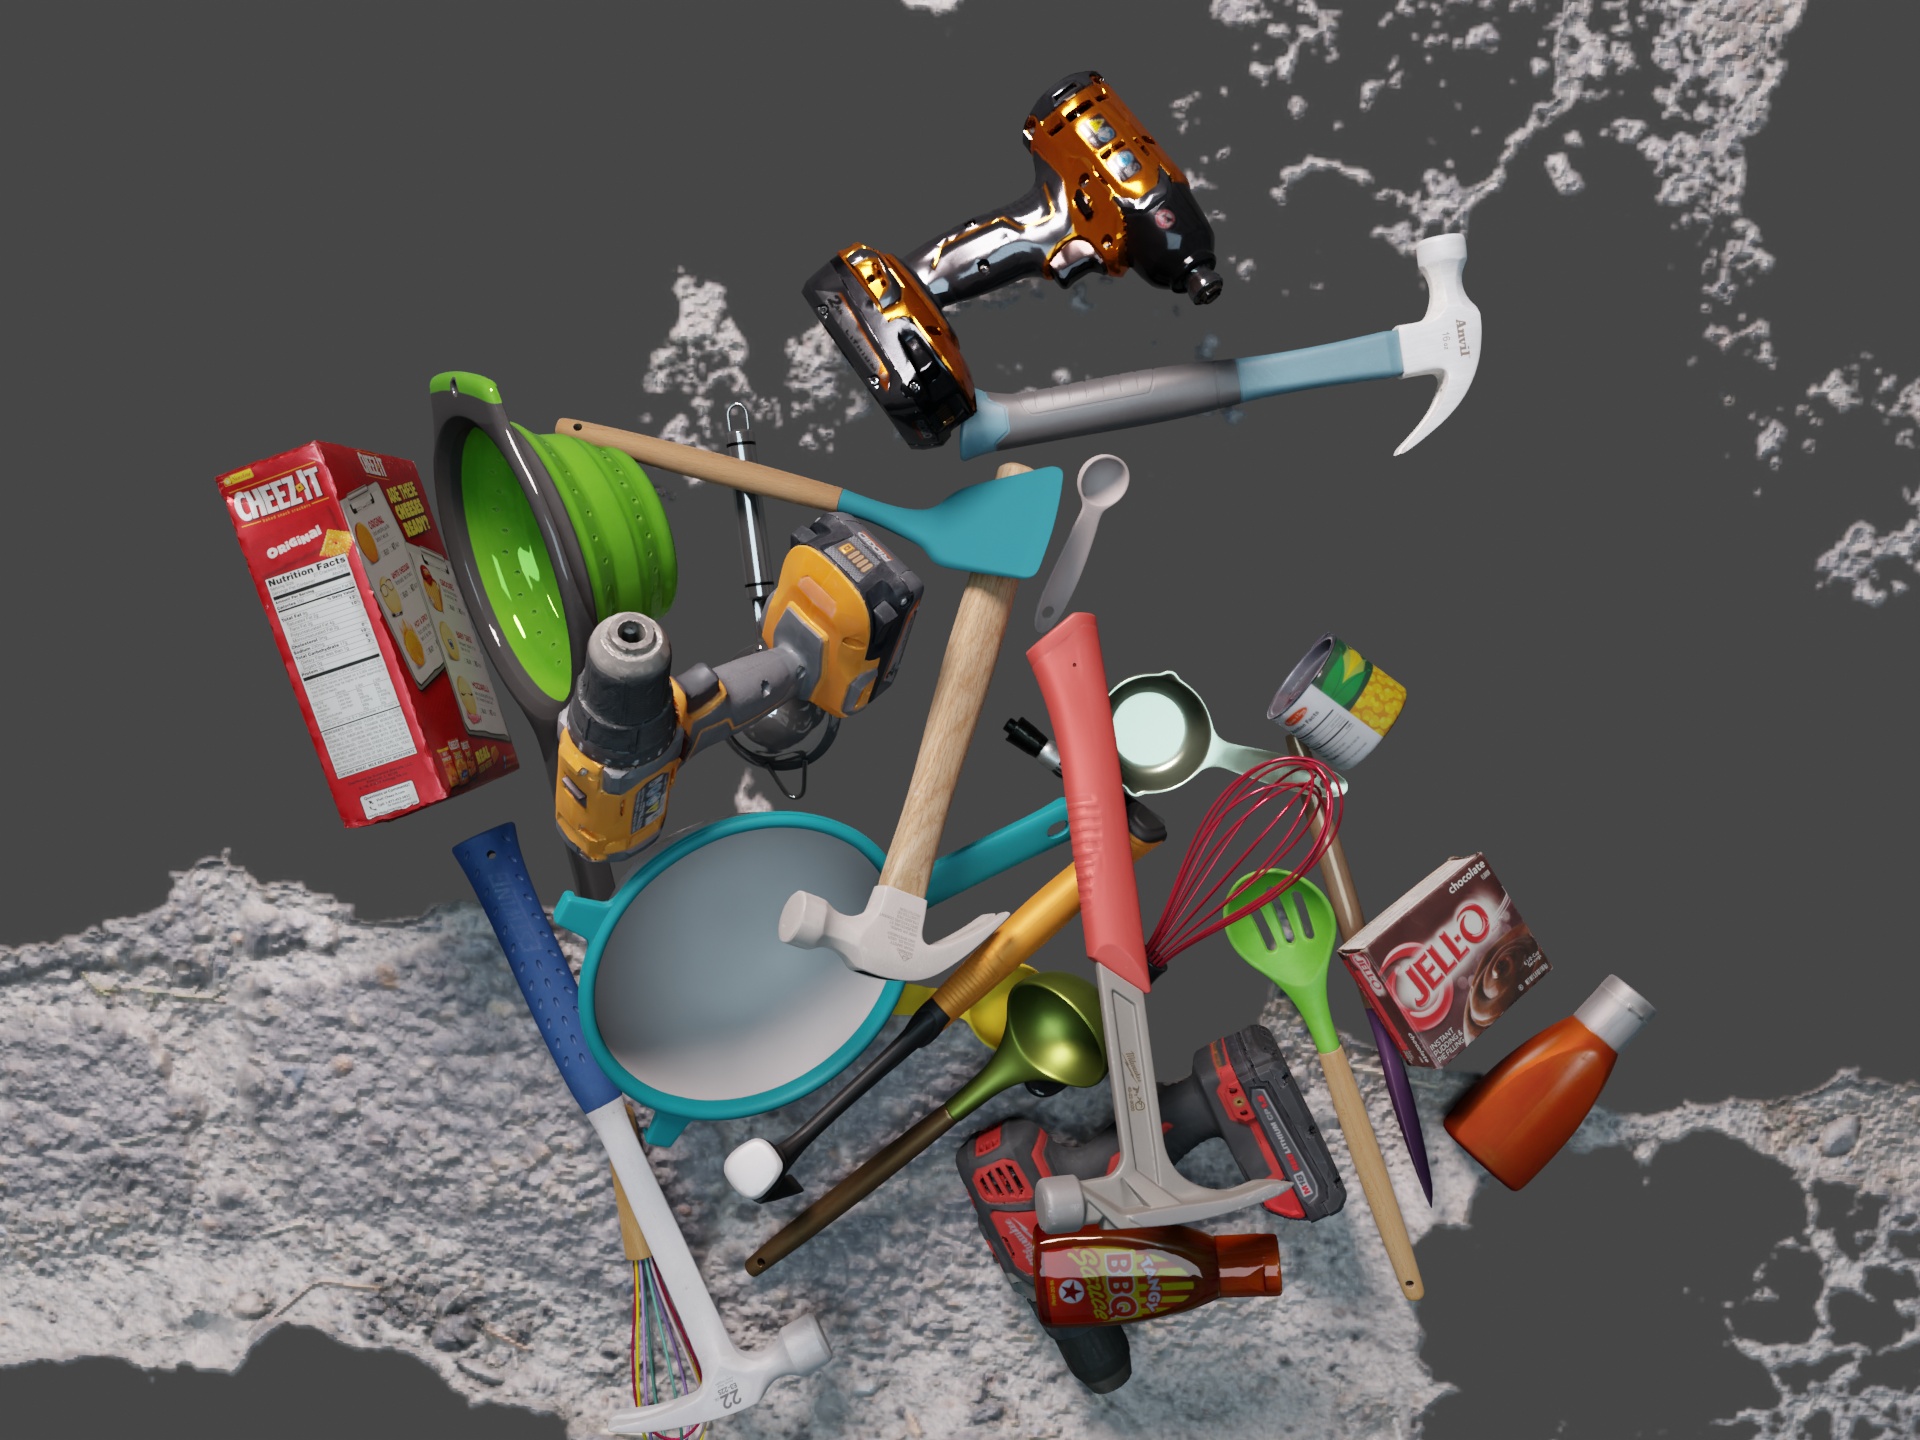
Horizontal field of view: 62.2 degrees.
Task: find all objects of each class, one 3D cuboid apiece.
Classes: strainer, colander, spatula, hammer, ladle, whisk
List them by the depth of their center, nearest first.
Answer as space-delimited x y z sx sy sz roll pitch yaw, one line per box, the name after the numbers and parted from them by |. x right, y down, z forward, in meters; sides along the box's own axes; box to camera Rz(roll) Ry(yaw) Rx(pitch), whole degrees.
0.098 0.112 0.944 0.149 0.036 0.359 -4 79 -13 | hammer
-0.002 -0.003 0.965 0.130 0.031 0.331 24 73 -25 | hammer
-0.098 -0.149 0.980 0.317 0.044 0.082 14 65 3 | spatula
-0.002 0.173 0.988 0.337 0.127 0.034 -41 76 -7 | hammer
-0.224 -0.027 0.994 0.094 0.205 0.396 -21 114 -30 | colander
0.160 -0.212 0.998 0.331 0.033 0.128 -10 94 3 | hammer
0.133 0.136 1.002 0.073 0.073 0.295 37 110 -2 | whisk
-0.086 0.111 1.010 0.340 0.095 0.210 -24 121 -18 | strainer
-0.028 0.268 1.014 0.320 0.062 0.078 -41 83 15 | ladle
-0.129 -0.075 1.016 0.087 0.050 0.258 -7 92 12 | strainer
0.260 0.160 1.025 0.018 0.060 0.316 -16 90 18 | spatula
-0.231 0.261 1.027 0.144 0.035 0.405 -25 88 -10 | hammer
-0.206 0.377 1.062 0.047 0.051 0.245 -10 91 -19 | whisk

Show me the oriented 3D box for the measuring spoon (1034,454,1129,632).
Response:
0.071 -0.113 1.010 0.034 0.018 0.124 11 114 -28 | measuring spoon

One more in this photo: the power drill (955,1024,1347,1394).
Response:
0.130 0.317 1.028 0.226 0.080 0.188 -26 94 6 | power drill

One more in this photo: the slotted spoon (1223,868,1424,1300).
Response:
0.247 0.238 1.040 0.070 0.031 0.313 -18 97 19 | slotted spoon

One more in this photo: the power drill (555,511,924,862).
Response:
-0.126 -0.032 0.885 0.084 0.185 0.226 44 57 16 | power drill

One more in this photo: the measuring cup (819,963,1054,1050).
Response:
-0.014 0.183 1.047 0.156 0.029 0.062 4 91 12 | measuring cup

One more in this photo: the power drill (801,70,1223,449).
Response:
0.037 -0.265 0.954 0.226 0.084 0.164 -35 72 3 | power drill

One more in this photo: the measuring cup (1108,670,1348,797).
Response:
0.164 0.019 1.018 0.167 0.038 0.083 16 95 -2 | measuring cup
